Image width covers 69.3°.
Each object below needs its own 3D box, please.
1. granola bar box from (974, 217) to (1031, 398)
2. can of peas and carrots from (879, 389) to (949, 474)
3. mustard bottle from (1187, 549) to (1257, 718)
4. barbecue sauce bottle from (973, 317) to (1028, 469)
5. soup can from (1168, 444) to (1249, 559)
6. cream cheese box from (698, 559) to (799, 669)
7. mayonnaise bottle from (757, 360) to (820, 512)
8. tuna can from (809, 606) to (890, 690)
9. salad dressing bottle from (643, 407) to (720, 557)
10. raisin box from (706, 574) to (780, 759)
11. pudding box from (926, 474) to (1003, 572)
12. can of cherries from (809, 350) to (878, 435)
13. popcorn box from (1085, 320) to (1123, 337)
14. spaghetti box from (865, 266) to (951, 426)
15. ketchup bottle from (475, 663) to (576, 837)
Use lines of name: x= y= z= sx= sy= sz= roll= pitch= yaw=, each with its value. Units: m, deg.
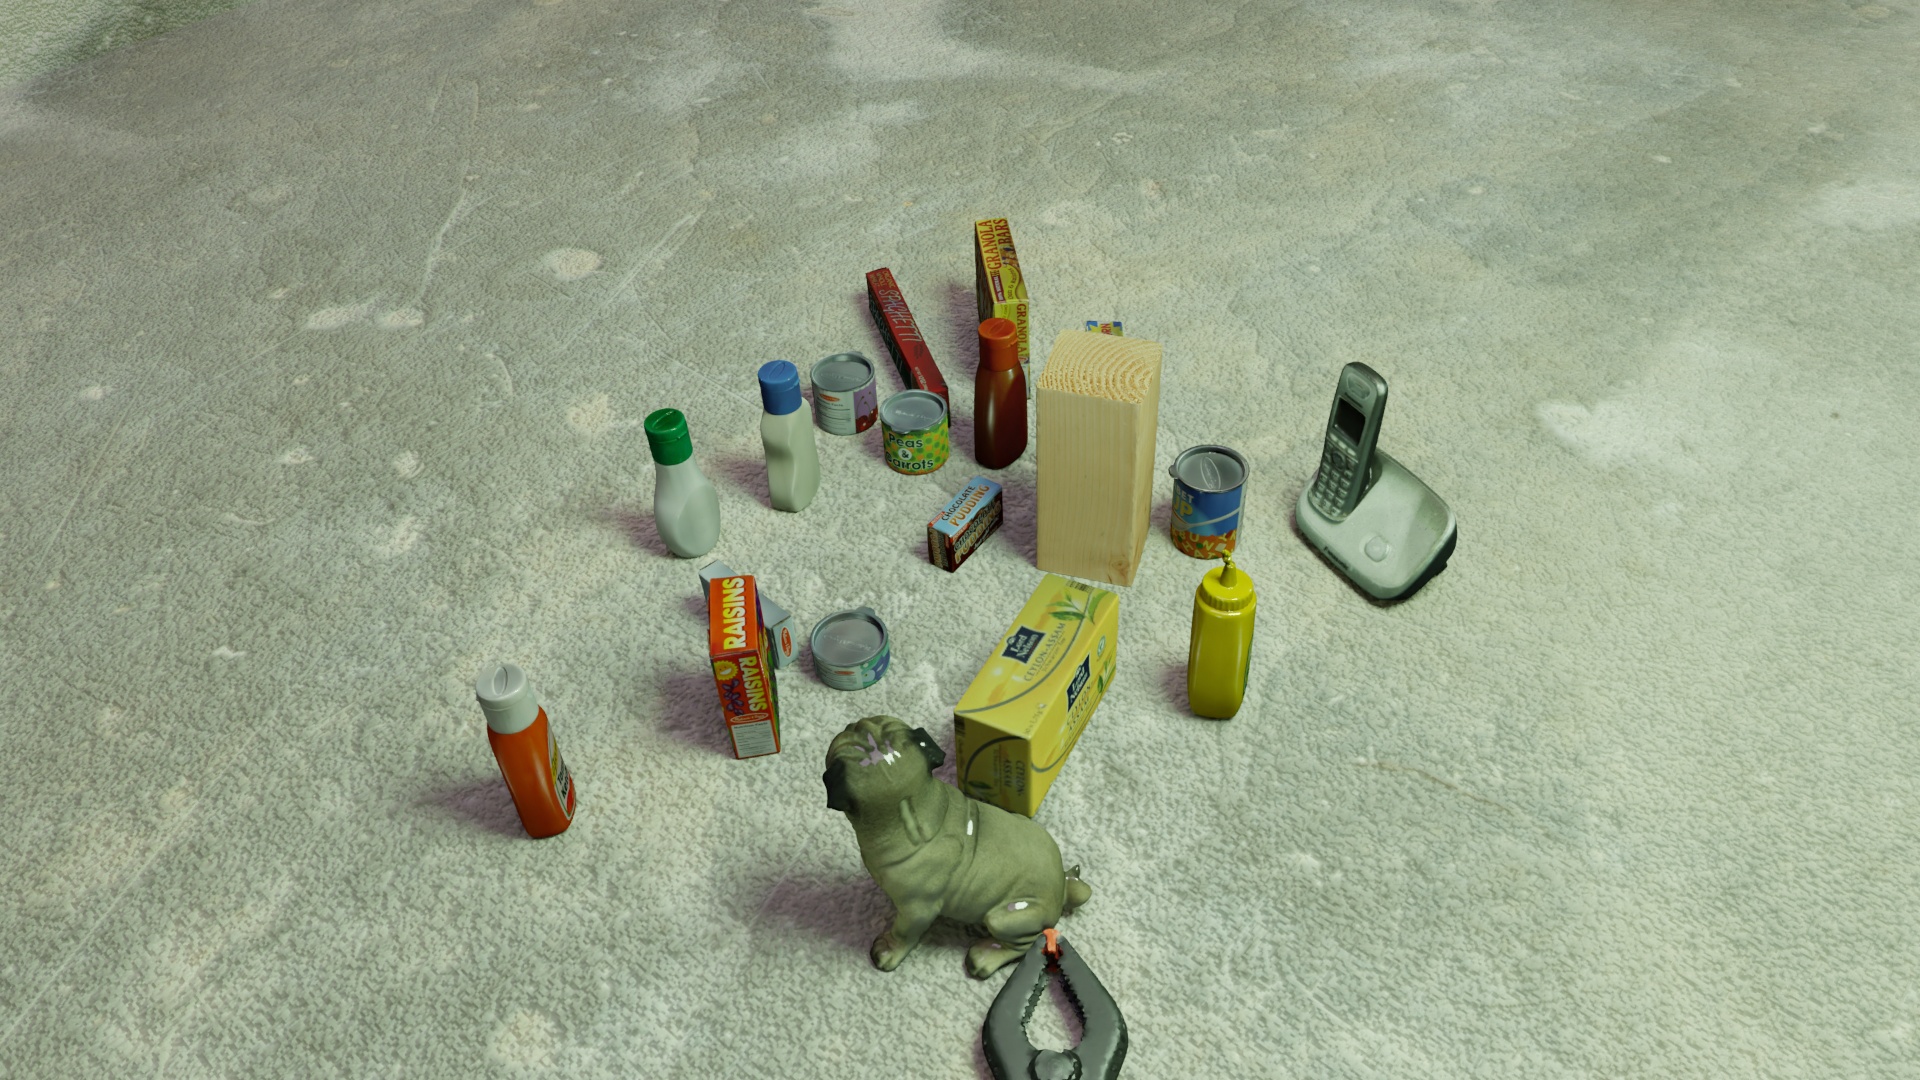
granola bar box: x=0.043 y=-0.245 z=1.466 sx=0.039 sy=0.123 sz=0.166 roll=-6 pitch=42 yaw=-3
can of peas and carrots: x=-0.045 y=-0.105 z=1.367 sx=0.071 sy=0.058 sz=0.071 roll=-2 pitch=42 yaw=2
mustard bottle: x=0.205 y=0.069 z=1.085 sx=0.049 sy=0.159 sz=0.066 roll=5 pitch=43 yaw=9
barbecue sauce bottle: x=0.038 y=-0.143 z=1.337 sx=0.044 sy=0.147 sz=0.065 roll=22 pitch=48 yaw=25
soup can: x=0.221 y=-0.034 z=1.254 sx=0.071 sy=0.083 sz=0.072 roll=-2 pitch=42 yaw=2
cream cheese box: x=-0.183 y=0.063 z=1.195 sx=0.024 sy=0.053 sz=0.104 roll=-35 pitch=51 yaw=-30
mayonnaise bottle: x=-0.162 y=-0.100 z=1.302 sx=0.041 sy=0.147 sz=0.065 roll=11 pitch=44 yaw=15
tuna can: x=-0.092 y=0.091 z=1.174 sx=0.071 sy=0.032 sz=0.071 roll=-2 pitch=42 yaw=2
salad dressing bottle: x=-0.253 y=-0.051 z=1.256 sx=0.044 sy=0.146 sz=0.064 roll=23 pitch=48 yaw=26
raisin box: x=-0.172 y=0.100 z=1.102 sx=0.040 sy=0.122 sz=0.086 roll=-7 pitch=42 yaw=-4
pudding box: x=0.005 y=-0.016 z=1.273 sx=0.030 sy=0.049 sz=0.084 roll=24 pitch=49 yaw=27
can of cherries: x=-0.117 y=-0.151 z=1.422 sx=0.071 sy=0.058 sz=0.072 roll=-2 pitch=42 yaw=2
popcorn box: x=0.145 y=-0.150 z=1.384 sx=0.038 sy=0.084 sz=0.127 roll=-1 pitch=42 yaw=3
spaghetti box: x=-0.058 y=-0.209 z=1.488 sx=0.029 sy=0.049 sz=0.251 roll=-13 pitch=43 yaw=-11
ketchup bottle: x=-0.324 y=0.154 z=1.034 sx=0.043 sy=0.148 sz=0.065 roll=-11 pitch=43 yaw=-8
